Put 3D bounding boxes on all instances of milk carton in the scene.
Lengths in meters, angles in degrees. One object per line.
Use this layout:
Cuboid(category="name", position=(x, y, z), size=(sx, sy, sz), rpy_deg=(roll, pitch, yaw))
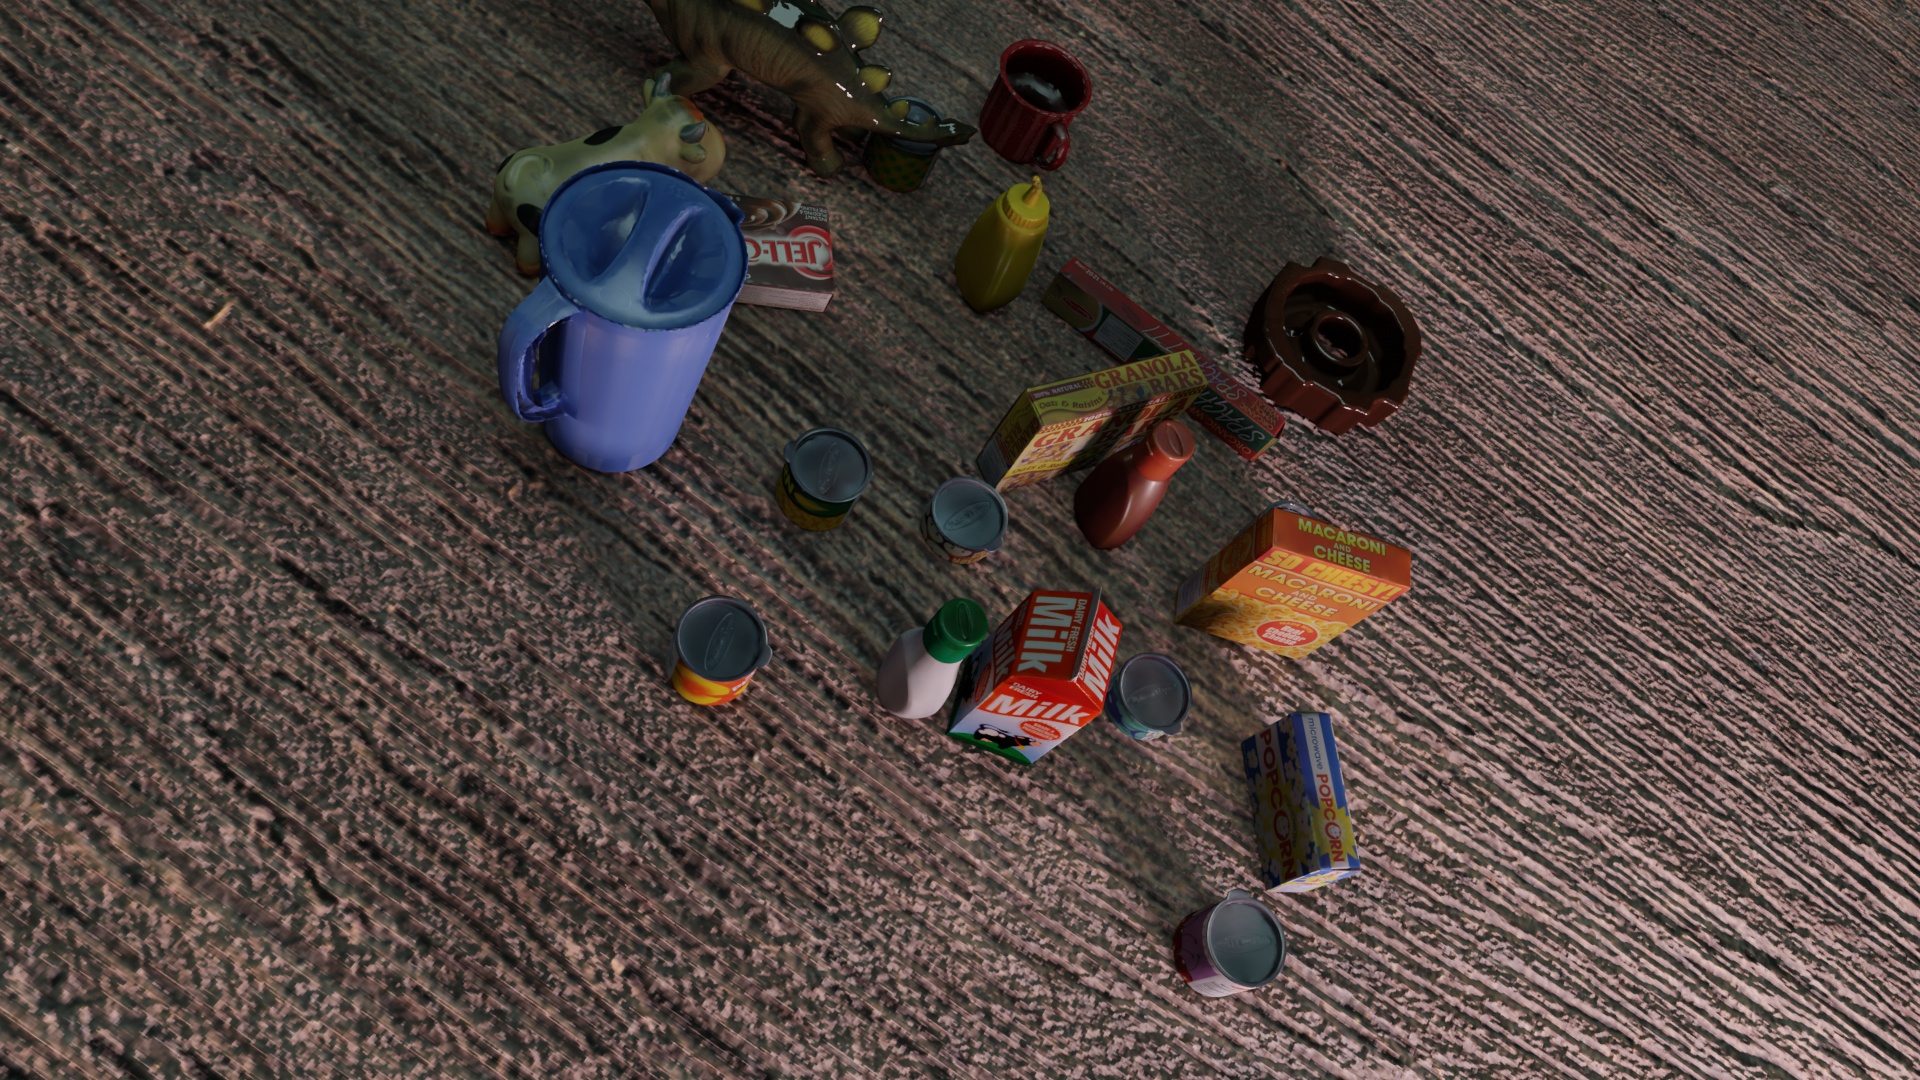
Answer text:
Cuboid(category="milk carton", position=(0.058, 0.098, 1.015), size=(0.073, 0.189, 0.073), rpy_deg=(22, 60, -9))

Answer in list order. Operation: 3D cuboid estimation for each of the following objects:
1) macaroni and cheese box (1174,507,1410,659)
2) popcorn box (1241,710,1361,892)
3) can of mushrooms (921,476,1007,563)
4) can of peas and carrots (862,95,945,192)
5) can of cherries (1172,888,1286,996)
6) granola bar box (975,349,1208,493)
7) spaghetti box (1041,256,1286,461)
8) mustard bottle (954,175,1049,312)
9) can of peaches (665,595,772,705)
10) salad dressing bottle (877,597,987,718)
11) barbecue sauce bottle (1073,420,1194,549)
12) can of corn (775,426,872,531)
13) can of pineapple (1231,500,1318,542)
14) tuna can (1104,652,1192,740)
Cuboid(category="macaroni and cheese box", position=(0.267, 0.038, 1.136), size=(0.124, 0.165, 0.040), rpy_deg=(16, 61, -13))
Cuboid(category="popcorn box", position=(0.268, 0.208, 1.101), size=(0.038, 0.085, 0.127), rpy_deg=(4, 64, -19))
Cuboid(category="can of mushrooms", position=(0.004, -0.014, 1.141), size=(0.071, 0.033, 0.071), rpy_deg=(8, 63, -17))
Cuboid(category="can of peas and carrots", position=(-0.054, -0.364, 1.276), size=(0.071, 0.058, 0.071), rpy_deg=(8, 63, -17))
Cuboid(category="can of cherries", position=(0.202, 0.303, 1.045), size=(0.071, 0.058, 0.072), rpy_deg=(8, 63, -17))
Cuboid(category="granola bar box", position=(0.108, -0.100, 1.169), size=(0.166, 0.123, 0.039), rpy_deg=(-16, 72, -26))
Cuboid(category="spaghetti box", position=(0.186, -0.164, 1.273), size=(0.250, 0.050, 0.029), rpy_deg=(37, 59, 0))
Cuboid(category="mustard bottle", position=(0.043, -0.262, 1.203), size=(0.049, 0.159, 0.065), rpy_deg=(-21, 74, -27))
Cuboid(category="can of peaches", position=(-0.177, 0.082, 1.012), size=(0.071, 0.057, 0.071), rpy_deg=(8, 63, -17))
Cuboid(category="salad dressing bottle", position=(-0.021, 0.086, 1.016), size=(0.044, 0.147, 0.064), rpy_deg=(0, 66, -20))
Cuboid(category="barbecue sauce bottle", position=(0.142, -0.048, 1.142), size=(0.044, 0.148, 0.065), rpy_deg=(-9, 69, -24))
Cuboid(category="can of corn", position=(-0.112, -0.049, 1.100), size=(0.071, 0.058, 0.071), rpy_deg=(8, 63, -17))
Cuboid(category="can of pineapple", position=(0.280, 0.007, 1.219), size=(0.071, 0.057, 0.071), rpy_deg=(8, 63, -17))
Cuboid(category="tuna can", position=(0.153, 0.129, 1.127), size=(0.071, 0.032, 0.071), rpy_deg=(8, 63, -17))
